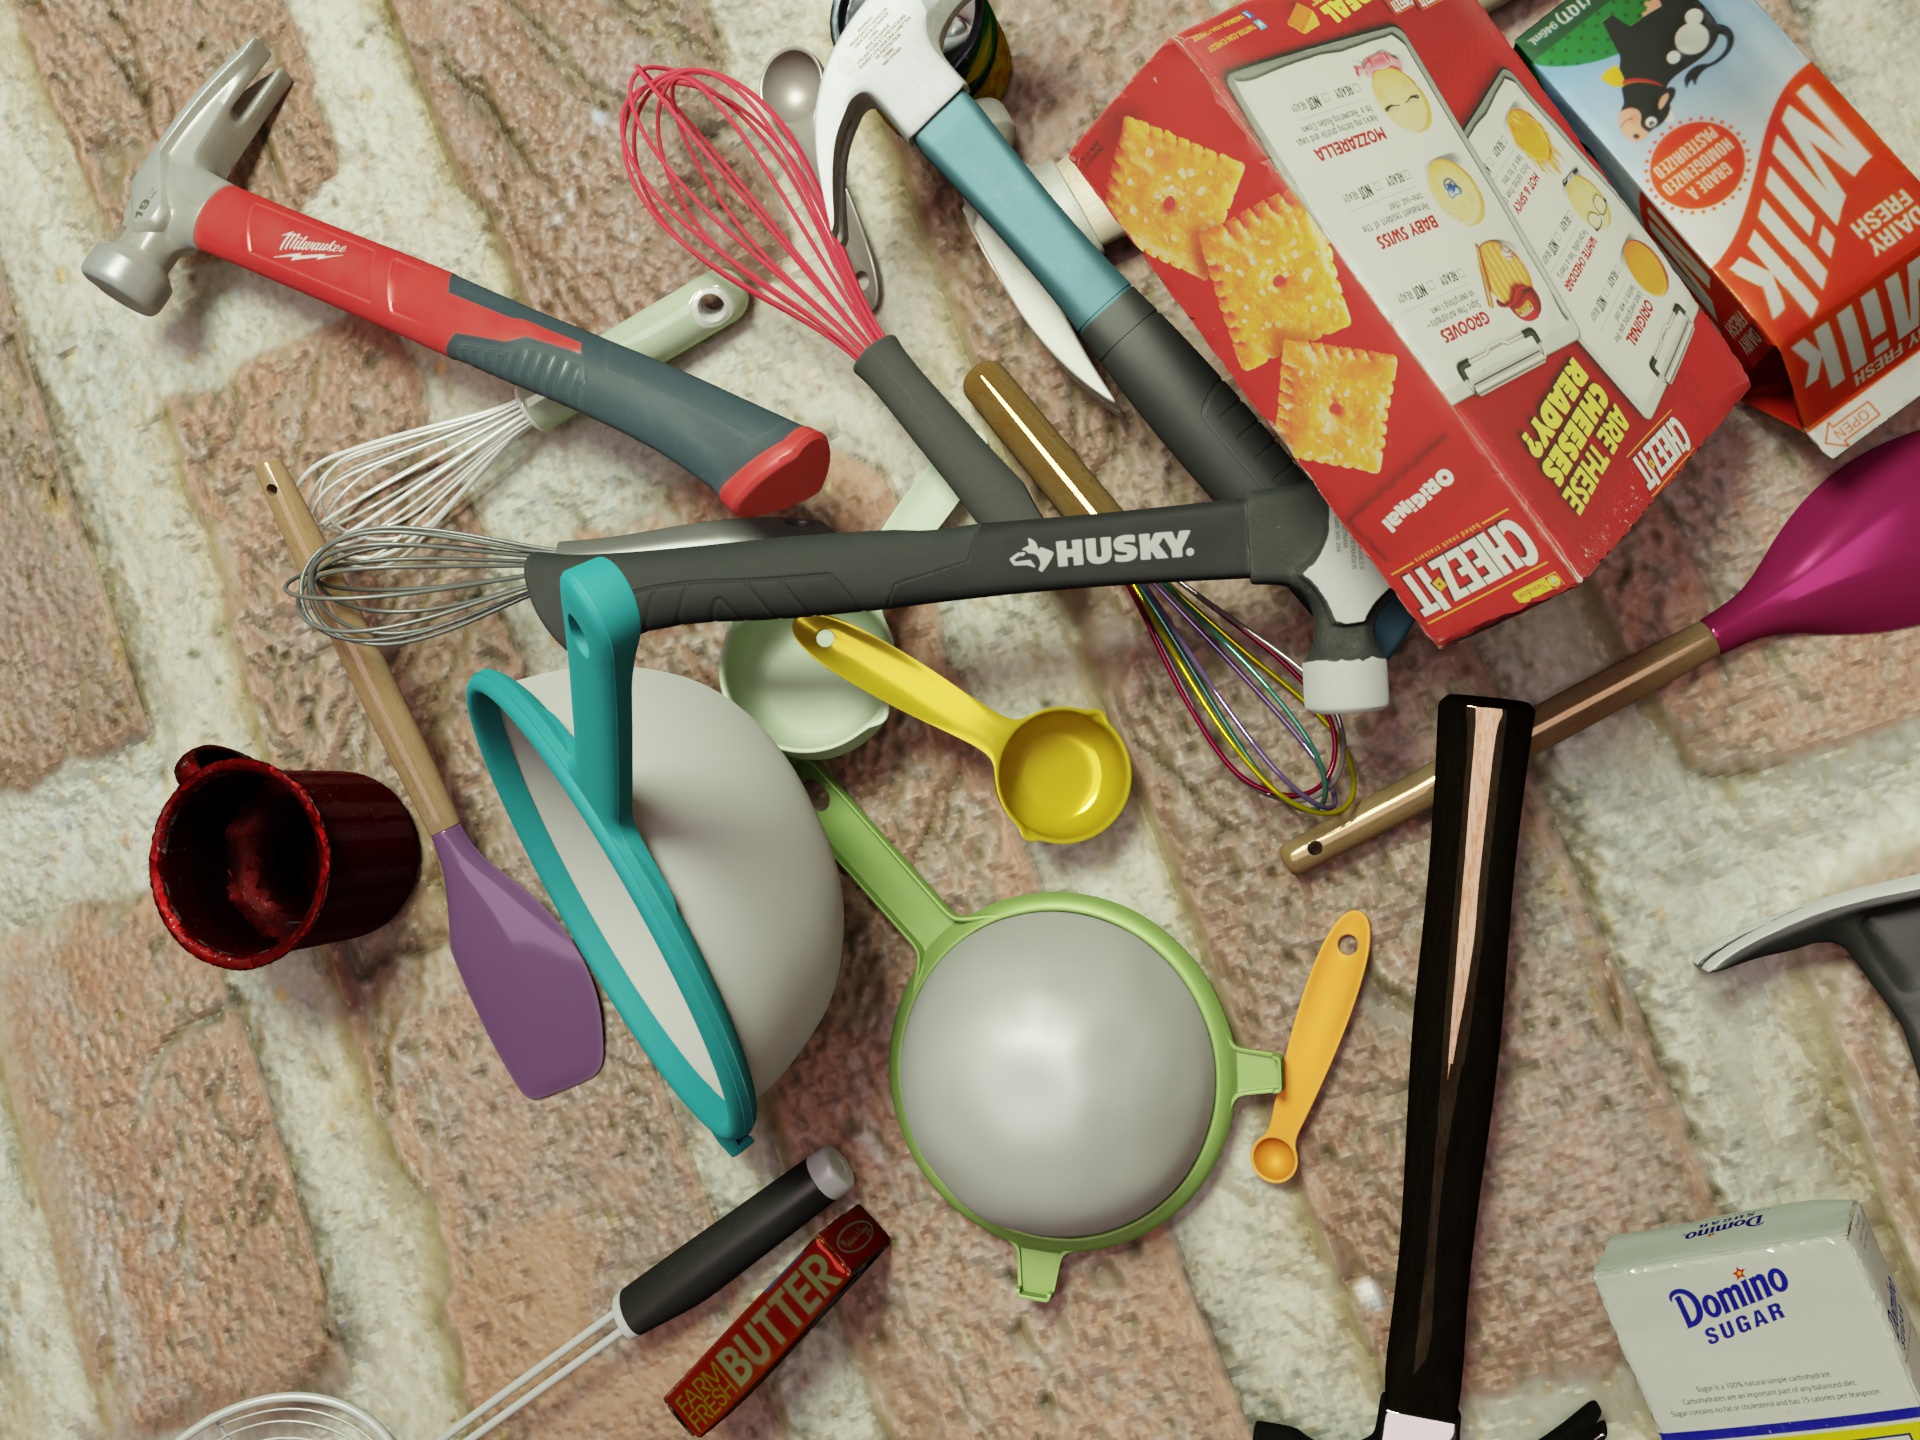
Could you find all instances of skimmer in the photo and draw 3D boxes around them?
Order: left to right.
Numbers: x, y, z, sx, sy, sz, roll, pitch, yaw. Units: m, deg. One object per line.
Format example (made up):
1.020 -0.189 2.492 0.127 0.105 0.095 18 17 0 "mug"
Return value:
-0.210 0.288 0.696 0.363 0.090 0.127 -37 48 8 "skimmer"

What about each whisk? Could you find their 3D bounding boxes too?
-0.205 -0.141 0.737 0.246 0.059 0.057 -28 118 8 "whisk"
-0.174 -0.068 0.699 0.239 0.055 0.055 -6 86 -4 "whisk"
-0.049 -0.171 0.681 0.073 0.073 0.296 -40 83 10 "whisk"
0.081 -0.058 0.664 0.047 0.051 0.245 -34 75 -10 "whisk"

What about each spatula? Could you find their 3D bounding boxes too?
-0.245 0.026 0.727 0.060 0.018 0.316 -25 94 11 "spatula"

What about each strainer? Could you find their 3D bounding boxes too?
-0.098 0.026 0.592 0.095 0.340 0.211 -29 71 -23 "strainer"
-0.001 0.109 0.658 0.151 0.069 0.256 -45 78 10 "strainer"

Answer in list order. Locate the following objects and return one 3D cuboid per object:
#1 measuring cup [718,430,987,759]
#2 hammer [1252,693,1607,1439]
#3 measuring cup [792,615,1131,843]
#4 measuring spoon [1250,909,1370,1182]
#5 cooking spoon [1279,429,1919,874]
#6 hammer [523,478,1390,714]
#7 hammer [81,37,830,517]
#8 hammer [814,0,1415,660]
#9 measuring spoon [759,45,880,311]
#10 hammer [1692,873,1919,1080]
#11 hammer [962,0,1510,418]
-0.038 -0.056 0.698 0.083 0.038 0.167 34 80 9 "measuring cup"
0.192 0.156 0.618 0.130 0.031 0.331 6 93 13 "hammer"
-0.001 -0.002 0.666 0.156 0.029 0.062 30 88 -1 "measuring cup"
0.145 0.133 0.653 0.021 0.011 0.117 19 89 25 "measuring spoon"
0.268 -0.019 0.620 0.319 0.017 0.069 -30 83 11 "cooking spoon"
-0.008 -0.066 0.617 0.335 0.035 0.146 -4 95 9 "hammer"
-0.218 -0.193 0.713 0.386 0.038 0.143 25 79 19 "hammer"
0.068 -0.154 0.633 0.128 0.033 0.331 -41 91 9 "hammer"
-0.058 -0.242 0.718 0.034 0.018 0.124 -19 90 29 "measuring spoon"
0.380 0.224 0.575 0.127 0.034 0.337 -16 84 13 "hammer"
0.194 -0.284 0.641 0.410 0.038 0.146 -29 83 11 "hammer"
